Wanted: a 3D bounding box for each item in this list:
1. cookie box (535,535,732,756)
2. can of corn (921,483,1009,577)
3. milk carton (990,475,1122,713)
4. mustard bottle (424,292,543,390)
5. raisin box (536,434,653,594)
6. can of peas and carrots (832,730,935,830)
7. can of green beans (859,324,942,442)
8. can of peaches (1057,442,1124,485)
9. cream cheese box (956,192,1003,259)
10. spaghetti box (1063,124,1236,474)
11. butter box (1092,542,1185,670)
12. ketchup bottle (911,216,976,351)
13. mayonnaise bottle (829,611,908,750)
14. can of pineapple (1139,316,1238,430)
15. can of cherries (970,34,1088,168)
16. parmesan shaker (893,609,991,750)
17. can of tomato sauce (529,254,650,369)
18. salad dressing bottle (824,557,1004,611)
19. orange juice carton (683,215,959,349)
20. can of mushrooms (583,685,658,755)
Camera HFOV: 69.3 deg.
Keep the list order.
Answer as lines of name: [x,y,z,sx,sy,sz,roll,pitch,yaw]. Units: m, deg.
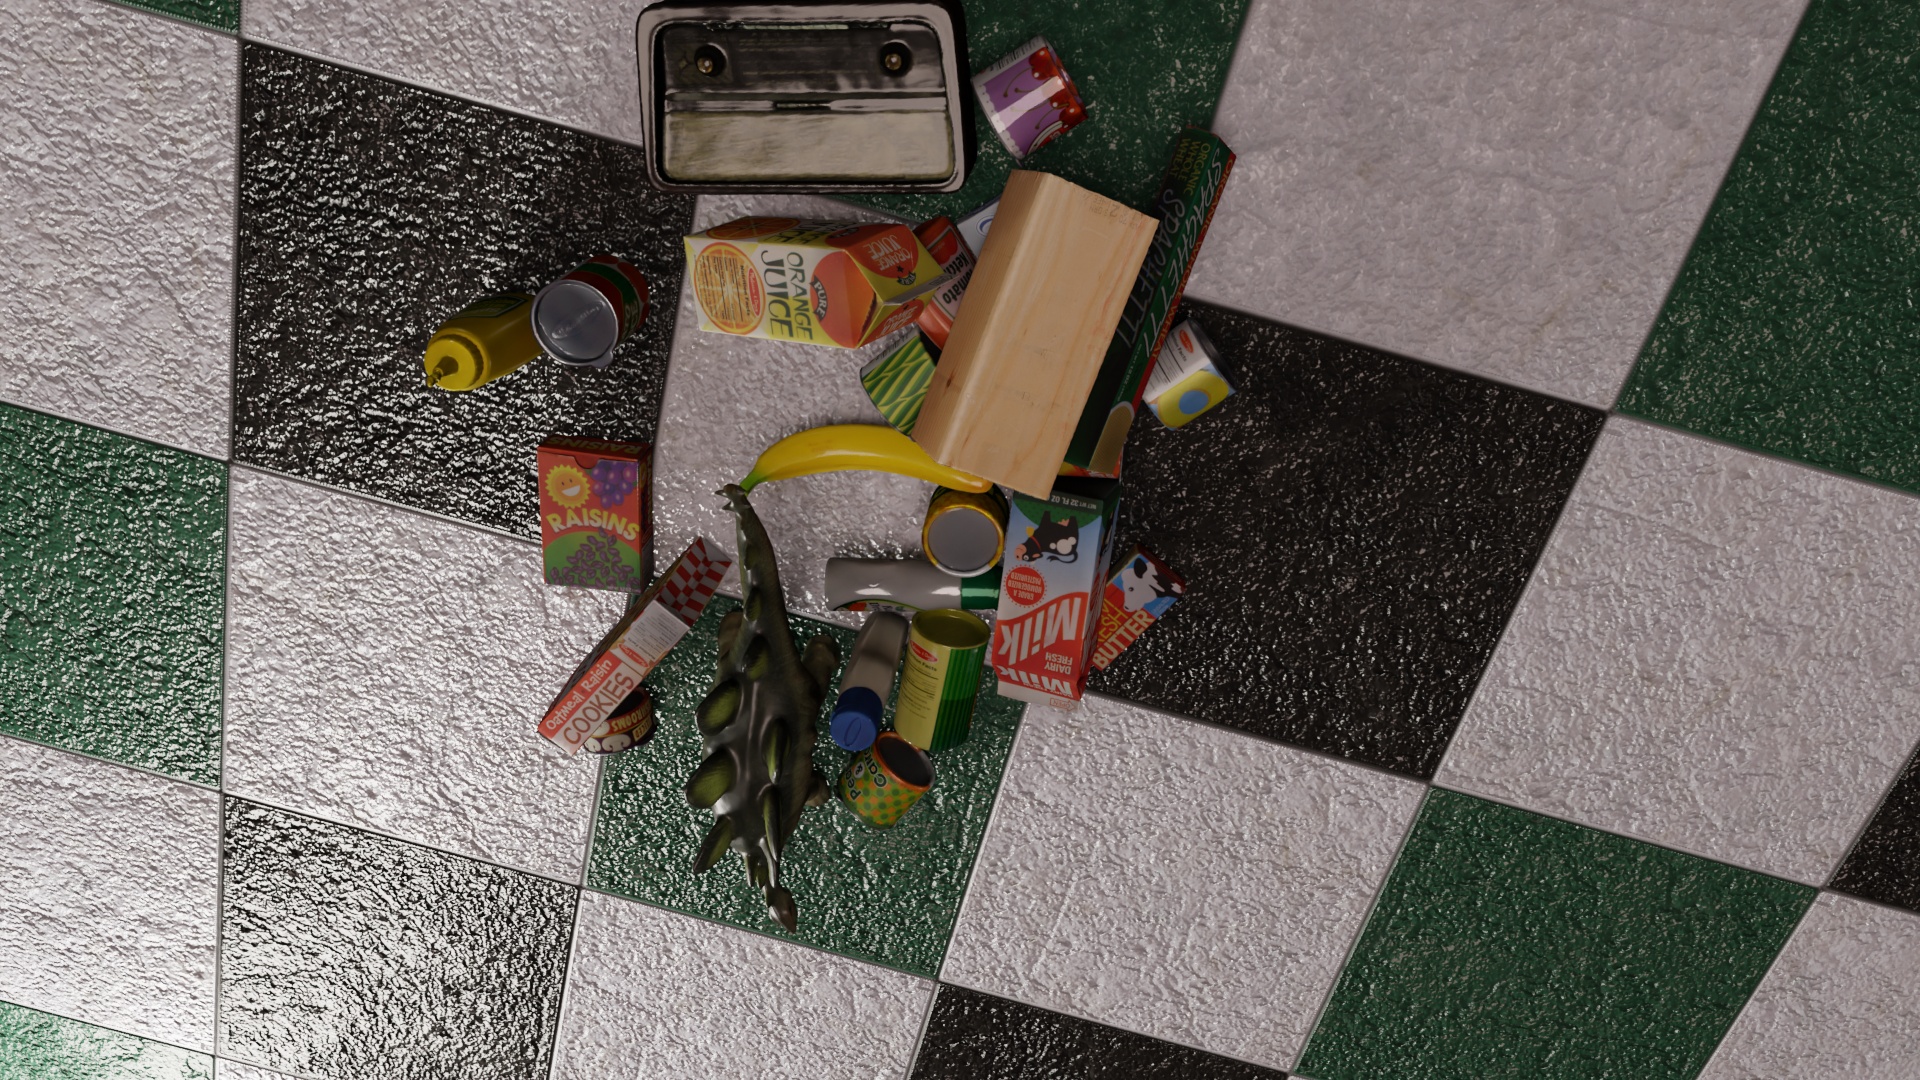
cookie box: [-0.268,0.085,1.142,0.040,0.123,0.167,41,112,-12]
can of corn: [0.004,-0.014,1.104,0.071,0.058,0.070,2,115,5]
milk carton: [0.073,0.043,1.096,0.072,0.074,0.189,13,108,15]
mustard bottle: [-0.355,-0.144,1.027,0.065,0.161,0.048,-4,113,6]
raisin box: [-0.300,-0.021,1.144,0.086,0.040,0.122,7,114,4]
can of peas and carrots: [-0.066,0.207,1.207,0.071,0.071,0.058,37,112,-11]
can of green beans: [-0.034,-0.122,1.055,0.057,0.071,0.071,-35,107,19]
can of peaches: [0.096,-0.079,1.059,0.058,0.071,0.071,4,115,5]
cream cheese box: [0.046,-0.206,1.032,0.053,0.024,0.103,-29,109,16]
spaghetti box: [0.132,-0.167,0.985,0.029,0.050,0.249,24,98,25]
butter box: [0.131,0.055,1.142,0.053,0.024,0.103,38,112,-11]
ketchup bottle: [0.003,-0.164,1.037,0.043,0.065,0.148,-3,127,53]
mayonnaise bottle: [-0.075,0.115,1.121,0.041,0.149,0.064,22,115,-4]
can of pineapple: [0.166,-0.123,1.035,0.057,0.071,0.071,-33,107,20]
can of cherries: [0.050,-0.304,0.963,0.058,0.072,0.071,-28,109,16]
parmesan shaker: [-0.018,0.114,1.163,0.071,0.071,0.102,12,116,1]
can of tomato sauce: [-0.275,-0.173,1.047,0.071,0.083,0.071,2,115,5]
salad dressing bottle: [-0.035,0.037,1.131,0.148,0.064,0.044,1,80,3]
orange juice carton: [-0.099,-0.184,0.986,0.193,0.072,0.072,11,119,33]
can of mushrooms: [-0.297,0.155,1.207,0.071,0.071,0.033,-7,112,9]
